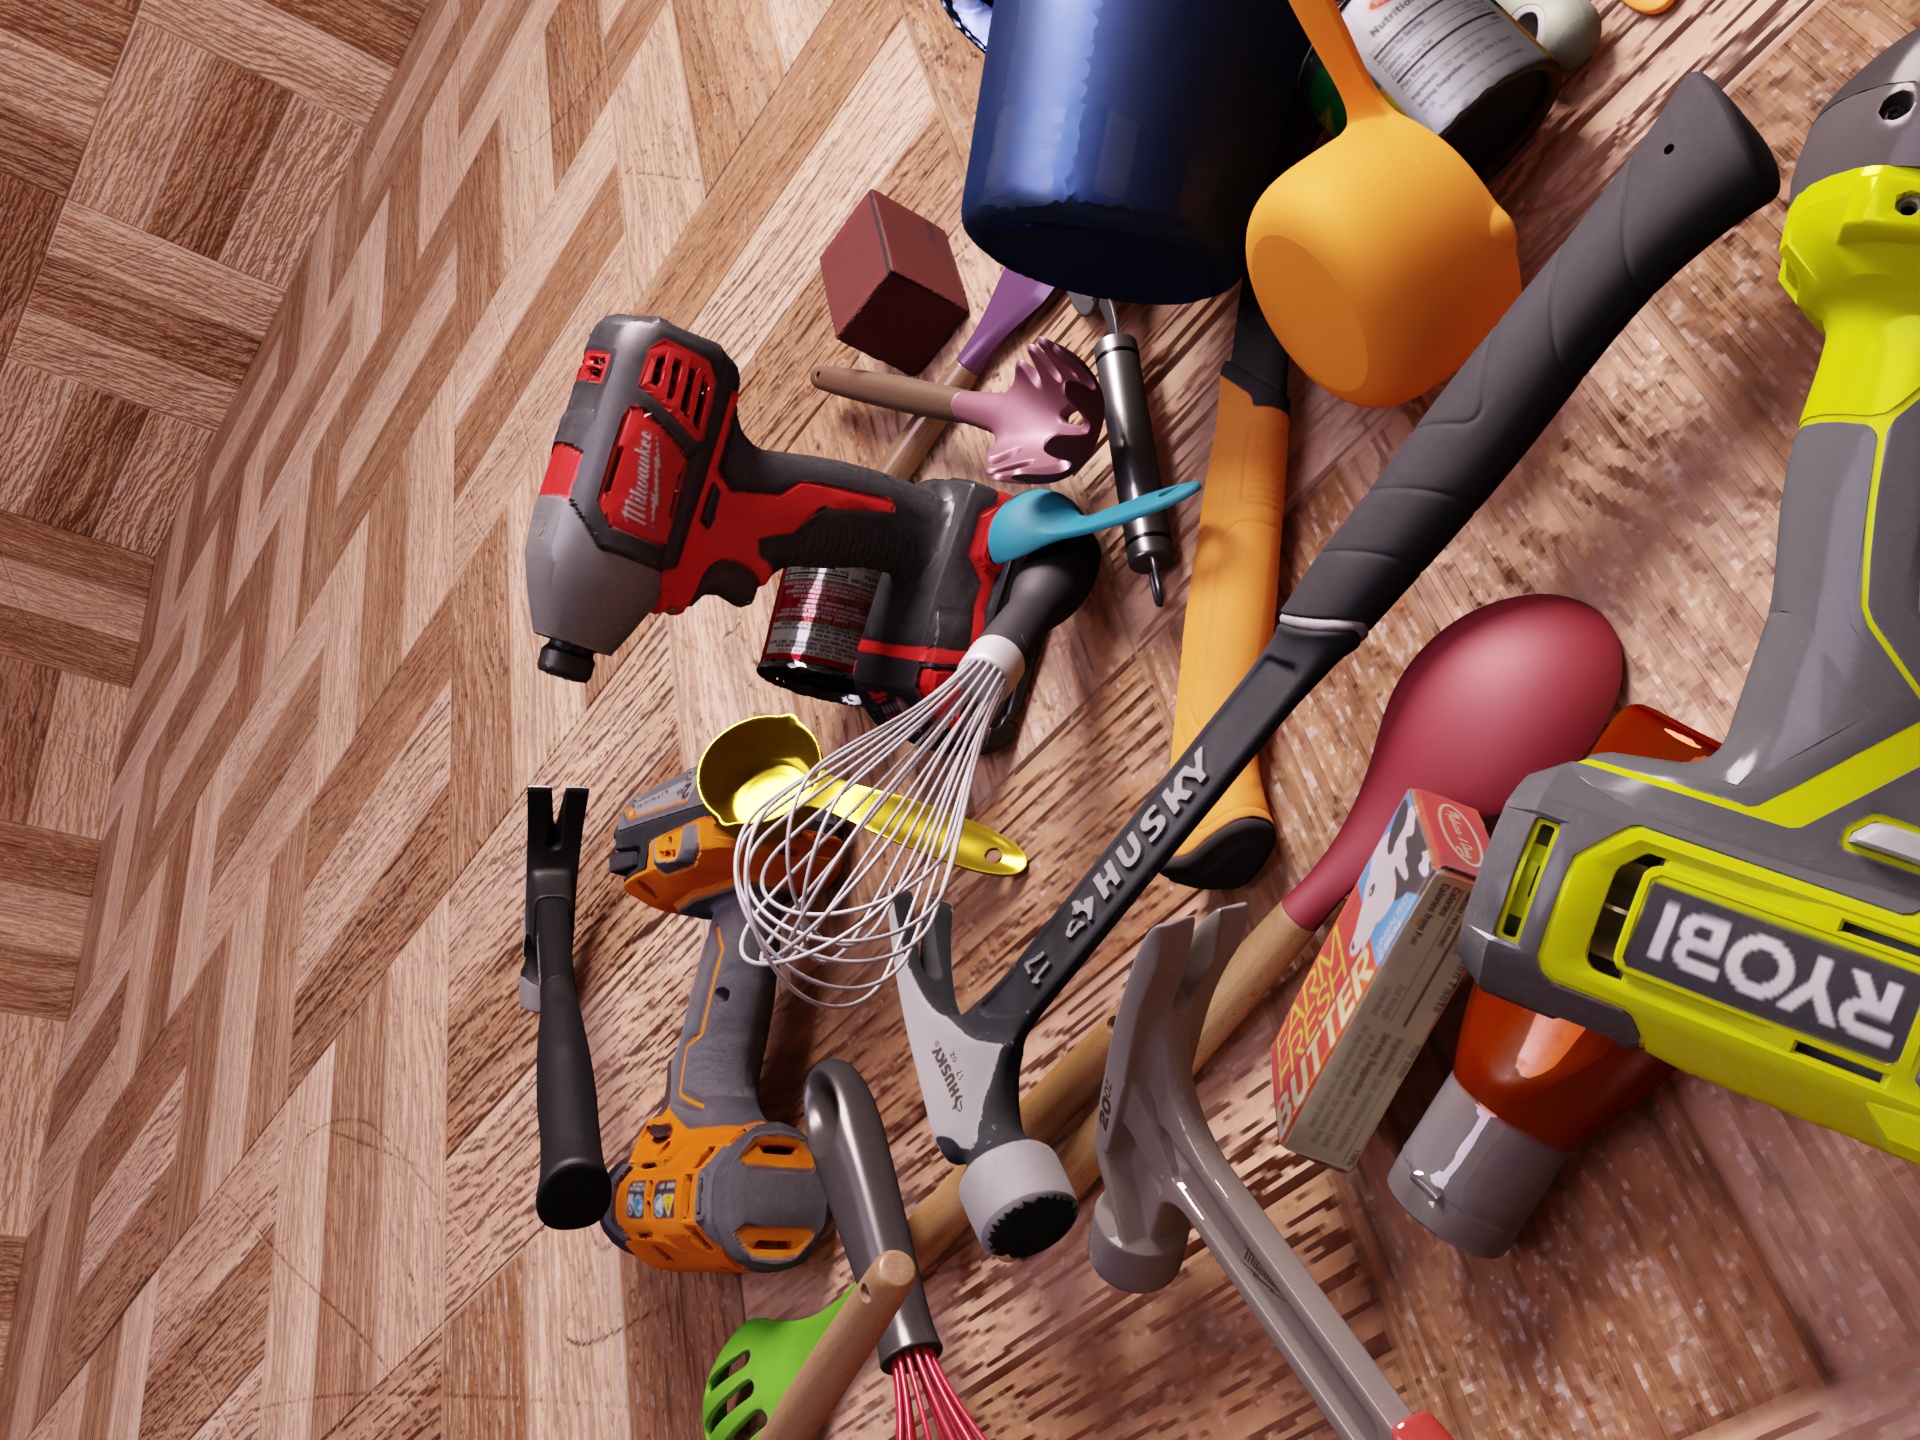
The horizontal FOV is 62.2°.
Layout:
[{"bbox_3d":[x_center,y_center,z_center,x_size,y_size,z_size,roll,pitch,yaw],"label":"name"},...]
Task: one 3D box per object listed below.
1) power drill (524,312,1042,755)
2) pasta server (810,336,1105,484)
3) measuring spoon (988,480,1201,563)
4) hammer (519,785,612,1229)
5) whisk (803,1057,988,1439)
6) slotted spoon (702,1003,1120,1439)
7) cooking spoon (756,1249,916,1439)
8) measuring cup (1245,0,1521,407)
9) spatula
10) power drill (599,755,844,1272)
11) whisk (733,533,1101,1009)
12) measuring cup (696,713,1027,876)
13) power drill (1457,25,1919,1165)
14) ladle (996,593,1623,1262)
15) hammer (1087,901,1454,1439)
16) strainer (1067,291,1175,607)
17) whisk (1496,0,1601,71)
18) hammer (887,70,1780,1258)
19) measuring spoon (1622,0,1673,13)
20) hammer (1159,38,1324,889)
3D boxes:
[{"bbox_3d":[-0.071,-0.062,0.662,0.079,0.219,0.143,10,82,56],"label":"power drill"},{"bbox_3d":[-0.016,-0.154,0.758,0.316,0.040,0.060,31,104,59],"label":"pasta server"},{"bbox_3d":[0.049,-0.085,0.616,0.042,0.021,0.129,-36,14,-26],"label":"measuring spoon"},{"bbox_3d":[-0.204,0.146,0.813,0.335,0.035,0.146,-133,48,-67],"label":"hammer"},{"bbox_3d":[-0.012,0.242,0.557,0.073,0.073,0.296,-51,41,27],"label":"whisk"},{"bbox_3d":[-0.022,0.211,0.634,0.313,0.031,0.070,-51,44,24],"label":"slotted spoon"},{"bbox_3d":[-0.071,0.275,0.596,0.069,0.017,0.318,61,142,33],"label":"cooking spoon"},{"bbox_3d":[0.112,-0.179,0.509,0.052,0.173,0.095,-36,21,-6],"label":"measuring cup"},{"bbox_3d":[-0.012,-0.160,0.808,0.316,0.018,0.060,-52,37,23],"label":"spatula"},{"bbox_3d":[-0.124,0.145,0.763,0.164,0.084,0.227,-24,59,49],"label":"power drill"},{"bbox_3d":[0.000,-0.001,0.578,0.070,0.070,0.285,-37,11,39],"label":"whisk"},{"bbox_3d":[-0.042,0.043,0.692,0.156,0.029,0.062,19,61,18],"label":"measuring cup"},{"bbox_3d":[0.225,-0.017,0.333,0.171,0.080,0.223,21,93,27],"label":"power drill"},{"bbox_3d":[0.098,0.082,0.532,0.315,0.031,0.069,-55,36,25],"label":"ladle"},{"bbox_3d":[0.133,0.206,0.365,0.359,0.036,0.149,52,145,45],"label":"hammer"},{"bbox_3d":[0.068,-0.163,0.681,0.086,0.050,0.259,99,167,-66],"label":"strainer"},{"bbox_3d":[0.167,-0.305,0.612,0.057,0.059,0.247,89,161,-44],"label":"whisk"},{"bbox_3d":[0.102,-0.017,0.510,0.409,0.036,0.149,-54,38,20],"label":"hammer"},{"bbox_3d":[0.219,-0.280,0.550,0.021,0.011,0.117,-42,43,35],"label":"measuring spoon"},{"bbox_3d":[0.103,-0.102,0.605,0.127,0.034,0.337,-12,65,51],"label":"hammer"}]
